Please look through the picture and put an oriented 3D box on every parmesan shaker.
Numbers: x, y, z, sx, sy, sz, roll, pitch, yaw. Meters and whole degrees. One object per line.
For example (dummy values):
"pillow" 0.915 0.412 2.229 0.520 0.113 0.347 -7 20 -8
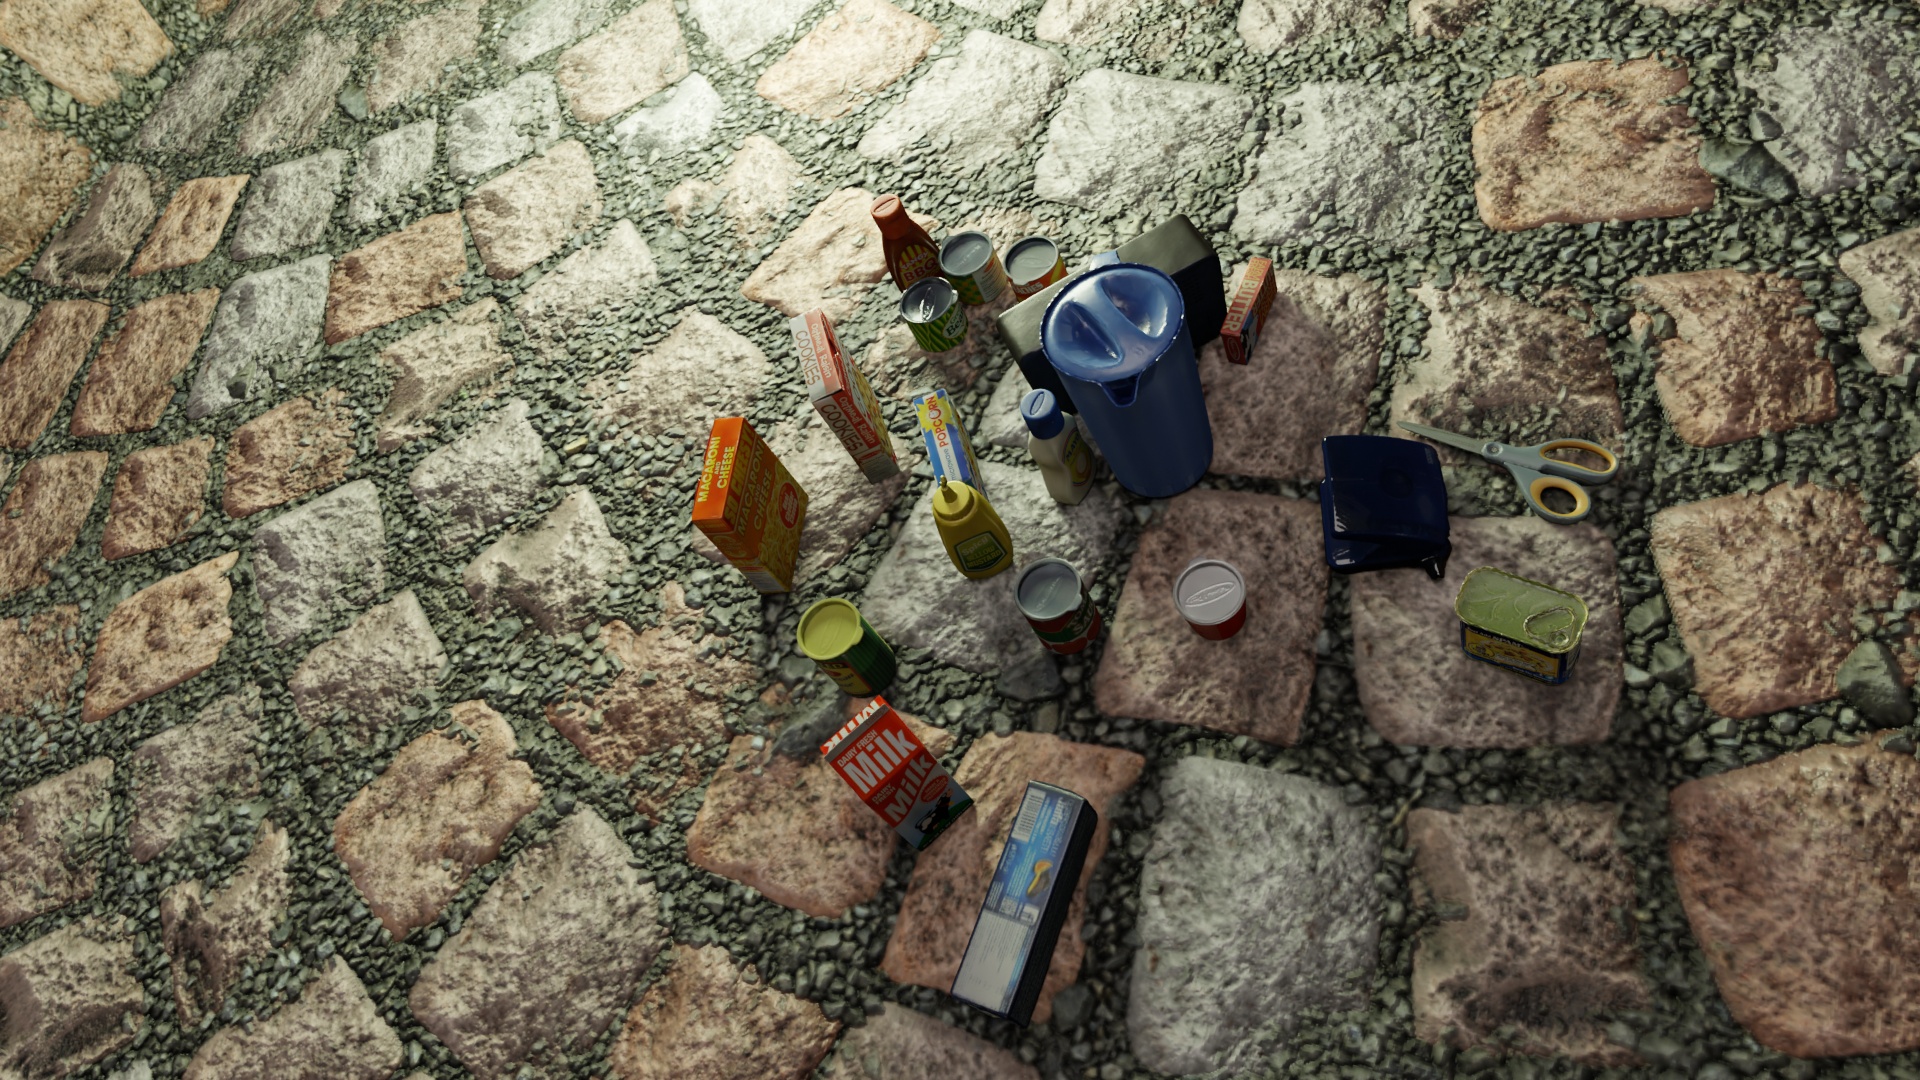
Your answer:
"parmesan shaker" -0.109 0.110 1.382 0.071 0.102 0.071 -9 59 16

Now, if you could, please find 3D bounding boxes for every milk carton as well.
"milk carton" -0.061 0.206 1.255 0.072 0.190 0.073 -42 56 -6

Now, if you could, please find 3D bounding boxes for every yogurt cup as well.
"yogurt cup" 0.239 0.059 1.310 0.072 0.053 0.073 -9 59 16

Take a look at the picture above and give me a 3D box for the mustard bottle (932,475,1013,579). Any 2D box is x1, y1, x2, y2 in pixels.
"mustard bottle" 0.005 -0.017 1.379 0.065 0.159 0.049 -25 56 6

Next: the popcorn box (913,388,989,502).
"popcorn box" -0.008 -0.086 1.469 0.038 0.085 0.127 -22 56 8

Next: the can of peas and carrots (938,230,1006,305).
"can of peas and carrots" 0.013 -0.317 1.613 0.071 0.058 0.071 -9 59 16

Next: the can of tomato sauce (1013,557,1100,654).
"can of tomato sauce" 0.097 0.065 1.343 0.071 0.083 0.071 -9 59 16

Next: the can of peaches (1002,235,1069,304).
"can of peaches" 0.086 -0.301 1.576 0.071 0.058 0.071 -9 59 16

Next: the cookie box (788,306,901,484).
"cookie box" -0.124 -0.155 1.504 0.040 0.167 0.123 -24 56 7

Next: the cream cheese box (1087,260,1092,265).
"cream cheese box" 0.129 -0.260 1.539 0.104 0.053 0.024 -44 56 -8

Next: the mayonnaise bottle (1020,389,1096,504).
"mayonnaise bottle" 0.097 -0.096 1.397 0.041 0.147 0.065 15 68 27

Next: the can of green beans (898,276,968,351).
"can of green beans" -0.030 -0.259 1.596 0.071 0.057 0.071 -9 59 16

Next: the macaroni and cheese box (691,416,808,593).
"macaroni and cheese box" -0.221 -0.035 1.471 0.040 0.166 0.124 -4 60 19

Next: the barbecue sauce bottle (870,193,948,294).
"barbecue sauce bottle" -0.061 -0.336 1.598 0.065 0.148 0.044 -32 55 1

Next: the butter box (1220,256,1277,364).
"butter box" 0.304 -0.242 1.462 0.024 0.053 0.104 14 67 27
